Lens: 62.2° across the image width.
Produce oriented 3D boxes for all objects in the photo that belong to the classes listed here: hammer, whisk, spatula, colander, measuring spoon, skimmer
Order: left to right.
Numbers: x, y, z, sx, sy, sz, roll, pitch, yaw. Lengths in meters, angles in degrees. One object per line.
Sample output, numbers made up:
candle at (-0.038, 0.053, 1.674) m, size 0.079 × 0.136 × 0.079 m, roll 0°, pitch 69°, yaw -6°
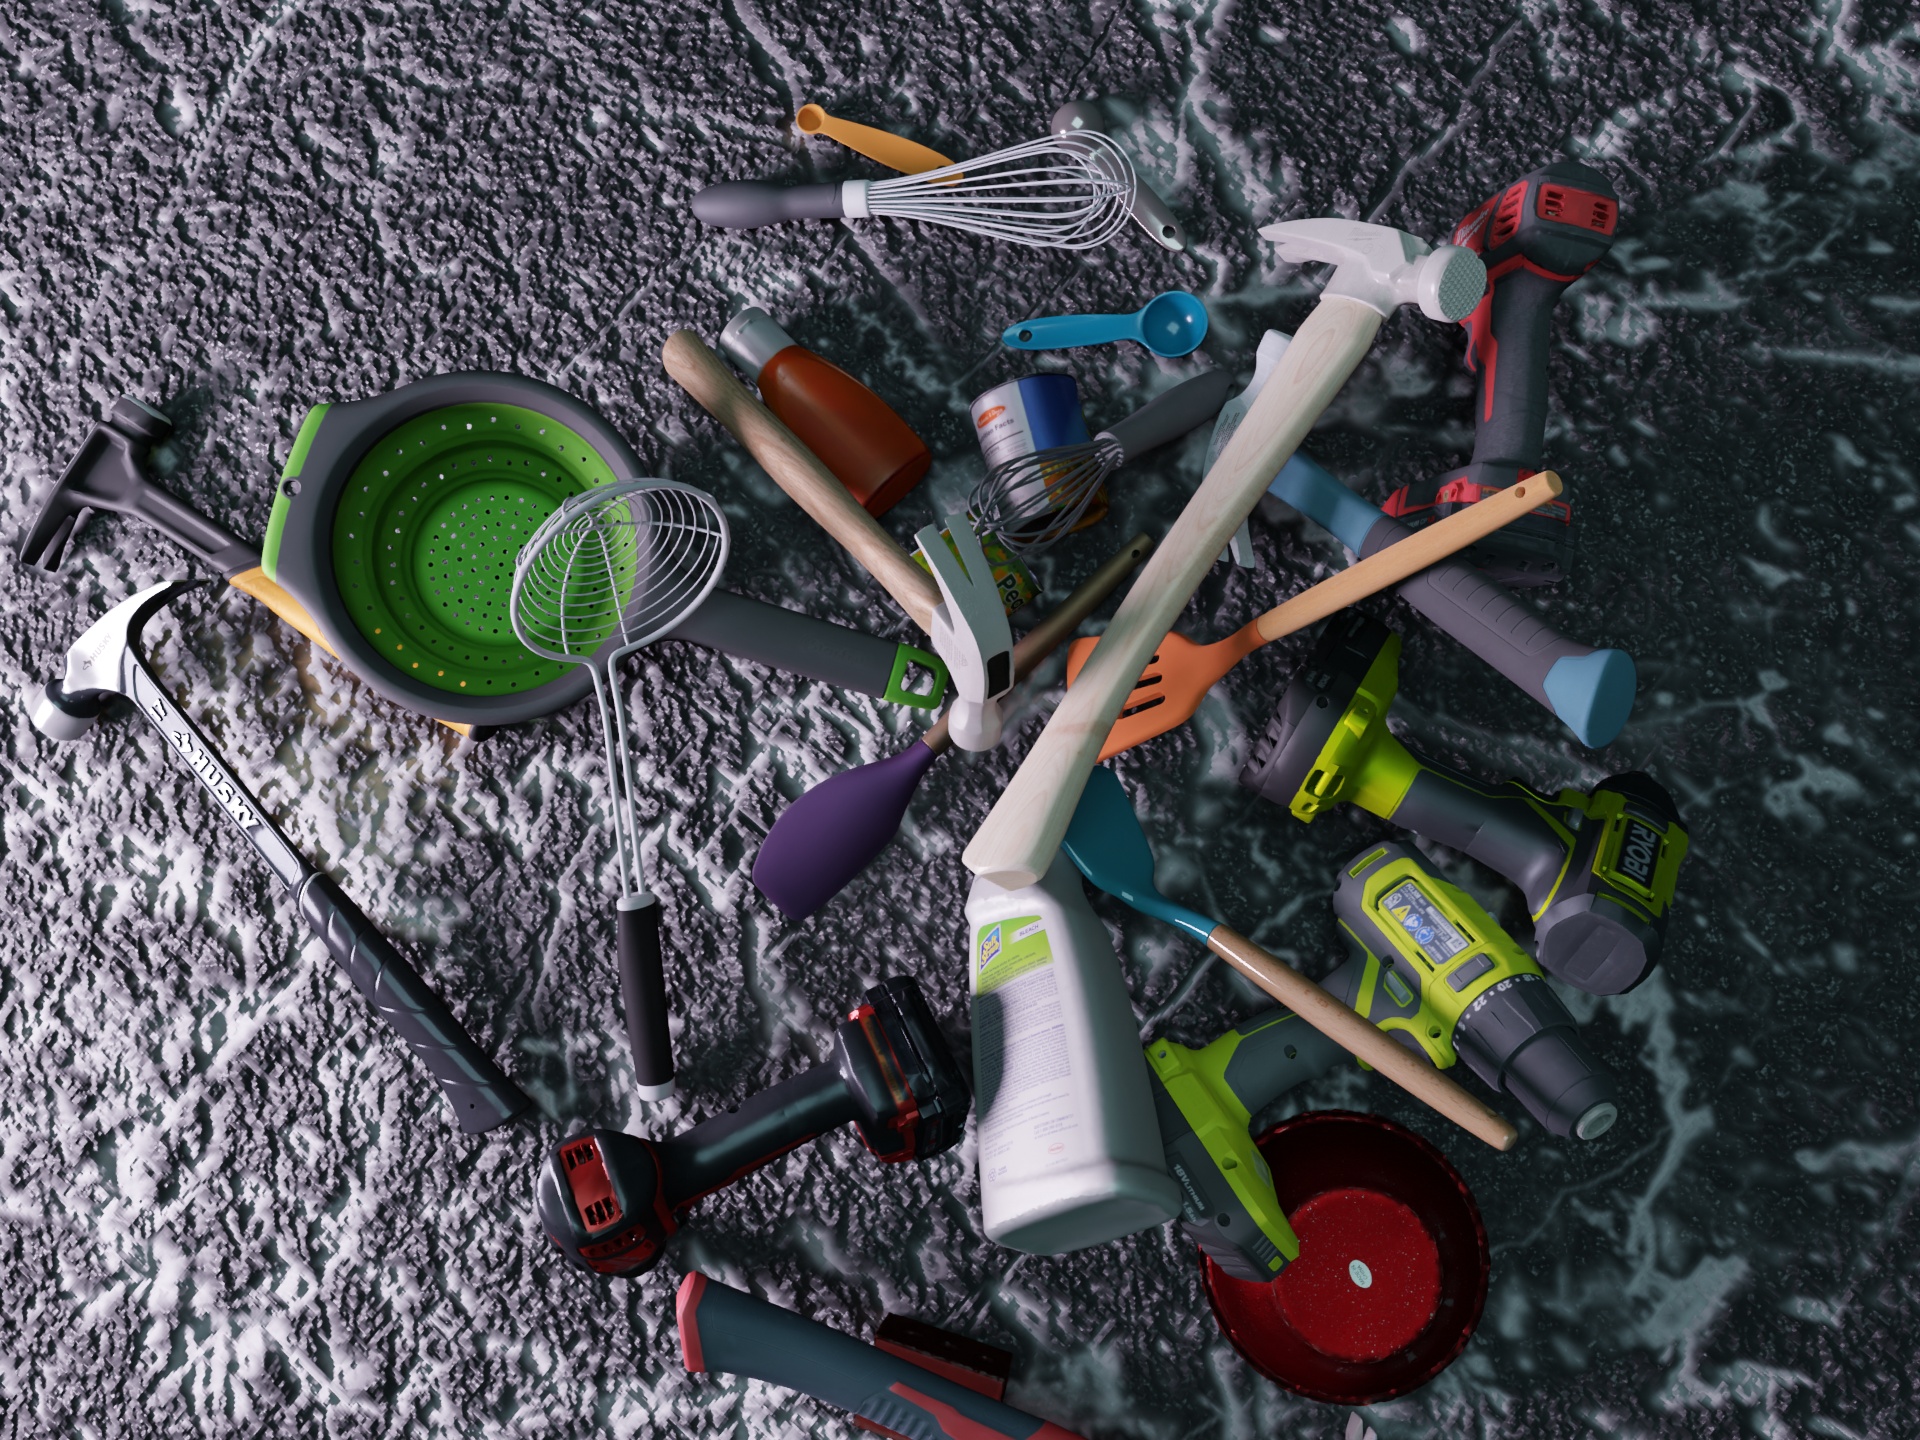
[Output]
hammer at (-0.433, -0.076, 1.008) m, size 0.337 × 0.034 × 0.127 m, roll 30°, pitch 85°, yaw 9°
hammer at (-0.401, 0.088, 0.968) m, size 0.409 × 0.036 × 0.149 m, roll 47°, pitch 108°, yaw 7°
colander at (-0.203, -0.075, 0.966) m, size 0.397 × 0.094 × 0.204 m, roll 17°, pitch 86°, yaw -10°
skimmer at (-0.174, 0.048, 0.885) m, size 0.127 × 0.090 × 0.363 m, roll -13°, pitch 104°, yaw -38°
hammer at (-0.078, -0.130, 0.923) m, size 0.031 × 0.130 × 0.332 m, roll -29°, pitch 59°, yaw -25°
measuring spoon at (-0.052, -0.368, 1.023) m, size 0.117 × 0.011 × 0.021 m, roll 23°, pitch 87°, yaw 5°
whisk at (-0.032, -0.329, 0.994) m, size 0.284 × 0.070 × 0.070 m, roll 1°, pitch 82°, yaw 11°
spatula at (-0.002, -0.003, 0.956) m, size 0.316 × 0.018 × 0.059 m, roll -43°, pitch 103°, yaw -2°
hammer at (0.034, 0.367, 0.839) m, size 0.386 × 0.038 × 0.143 m, roll 27°, pitch 83°, yaw -7°
measuring spoon at (0.090, -0.240, 0.988) m, size 0.128 × 0.021 × 0.042 m, roll 0°, pitch 82°, yaw 15°
whisk at (0.086, -0.151, 0.906) m, size 0.239 × 0.055 × 0.055 m, roll -35°, pitch 77°, yaw -36°
measuring spoon at (0.101, -0.343, 0.997) m, size 0.034 × 0.018 × 0.124 m, roll -38°, pitch 80°, yaw 0°
hammer at (0.118, -0.092, 0.871) m, size 0.410 × 0.038 × 0.146 m, roll -57°, pitch 40°, yaw 1°
spatula at (0.157, 0.118, 0.838) m, size 0.318 × 0.082 × 0.044 m, roll 34°, pitch 117°, yaw 37°
spatula at (0.173, -0.058, 0.844) m, size 0.041 × 0.322 × 0.081 m, roll 9°, pitch 66°, yaw -34°
hammer at (0.228, -0.091, 0.836) m, size 0.331 × 0.033 × 0.128 m, roll 53°, pitch 125°, yaw 49°

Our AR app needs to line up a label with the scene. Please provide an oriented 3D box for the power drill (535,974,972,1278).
power drill at (-0.115, 0.239, 0.876) m, size 0.226 × 0.187 × 0.080 m, roll -22°, pitch 66°, yaw -15°

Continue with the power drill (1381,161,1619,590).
power drill at (0.297, -0.187, 0.897) m, size 0.078 × 0.143 × 0.220 m, roll 10°, pitch 88°, yaw -10°

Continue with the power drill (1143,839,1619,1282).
power drill at (0.207, 0.189, 0.841) m, size 0.228 × 0.080 × 0.191 m, roll -36°, pitch 43°, yaw 2°

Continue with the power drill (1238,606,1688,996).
power drill at (0.280, 0.035, 0.866) m, size 0.223 × 0.171 × 0.080 m, roll 31°, pitch 129°, yaw 11°
